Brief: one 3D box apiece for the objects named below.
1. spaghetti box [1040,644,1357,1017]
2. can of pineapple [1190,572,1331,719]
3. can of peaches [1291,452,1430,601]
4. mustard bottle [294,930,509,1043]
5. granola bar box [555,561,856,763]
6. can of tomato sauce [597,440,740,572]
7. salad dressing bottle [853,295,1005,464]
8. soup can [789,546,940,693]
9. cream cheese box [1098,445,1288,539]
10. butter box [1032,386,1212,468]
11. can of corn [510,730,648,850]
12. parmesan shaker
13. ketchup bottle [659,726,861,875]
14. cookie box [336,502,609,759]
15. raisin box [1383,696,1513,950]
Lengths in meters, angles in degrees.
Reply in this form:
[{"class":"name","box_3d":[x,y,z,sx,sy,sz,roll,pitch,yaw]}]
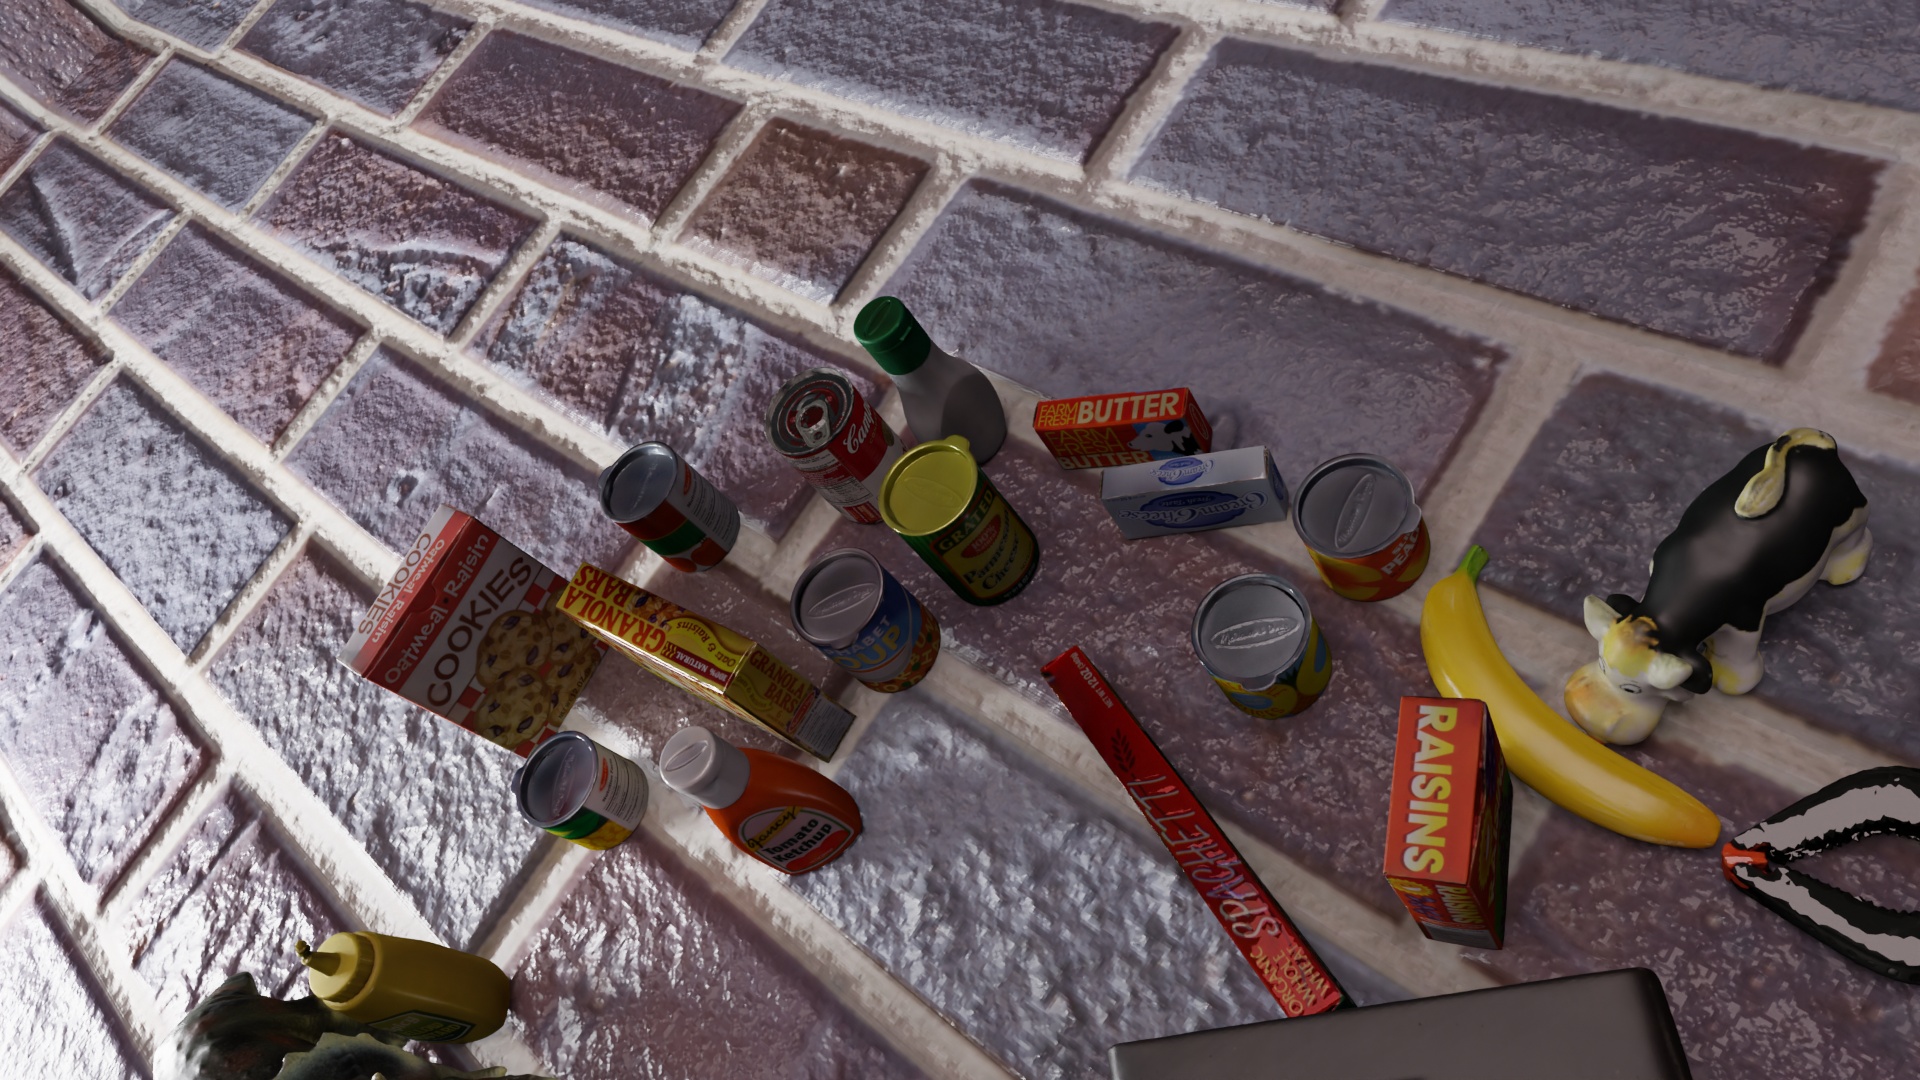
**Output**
[{"class":"spaghetti box","box_3d":[0.123,0.157,0.743,0.028,0.050,0.251,-39,51,3]},{"class":"can of pineapple","box_3d":[0.168,0.061,0.772,0.071,0.057,0.071,-13,57,21]},{"class":"can of peaches","box_3d":[0.228,-0.006,0.780,0.071,0.058,0.071,-13,57,21]},{"class":"mustard bottle","box_3d":[-0.350,0.273,0.855,0.065,0.160,0.049,-21,55,17]},{"class":"granola bar box","box_3d":[-0.165,0.079,0.896,0.166,0.124,0.039,20,73,35]},{"class":"can of tomato sauce","box_3d":[-0.211,-0.023,1.008,0.071,0.083,0.071,-13,57,21]},{"class":"salad dressing bottle","box_3d":[-0.019,-0.104,0.913,0.044,0.147,0.064,23,75,36]},{"class":"soup can","box_3d":[-0.059,0.054,0.880,0.071,0.083,0.071,-13,57,21]},{"class":"cream cheese box","box_3d":[0.142,-0.028,0.842,0.103,0.053,0.024,-8,59,24]},{"class":"butter box","box_3d":[0.103,-0.071,0.888,0.103,0.053,0.024,-3,61,27]},{"class":"can of corn","box_3d":[-0.255,0.169,0.933,0.071,0.058,0.071,-13,57,21]},{"class":"parmesan shaker","box_3d":[0.003,-0.011,0.874,0.071,0.103,0.071,-13,57,21]},{"class":"ketchup bottle","box_3d":[-0.119,0.151,0.813,0.064,0.148,0.044,-34,52,7]},{"class":"cookie box","box_3d":[-0.324,0.068,0.960,0.040,0.167,0.123,18,72,35]},{"class":"raisin box","box_3d":[0.232,0.135,0.651,0.040,0.123,0.086,1,63,29]}]
